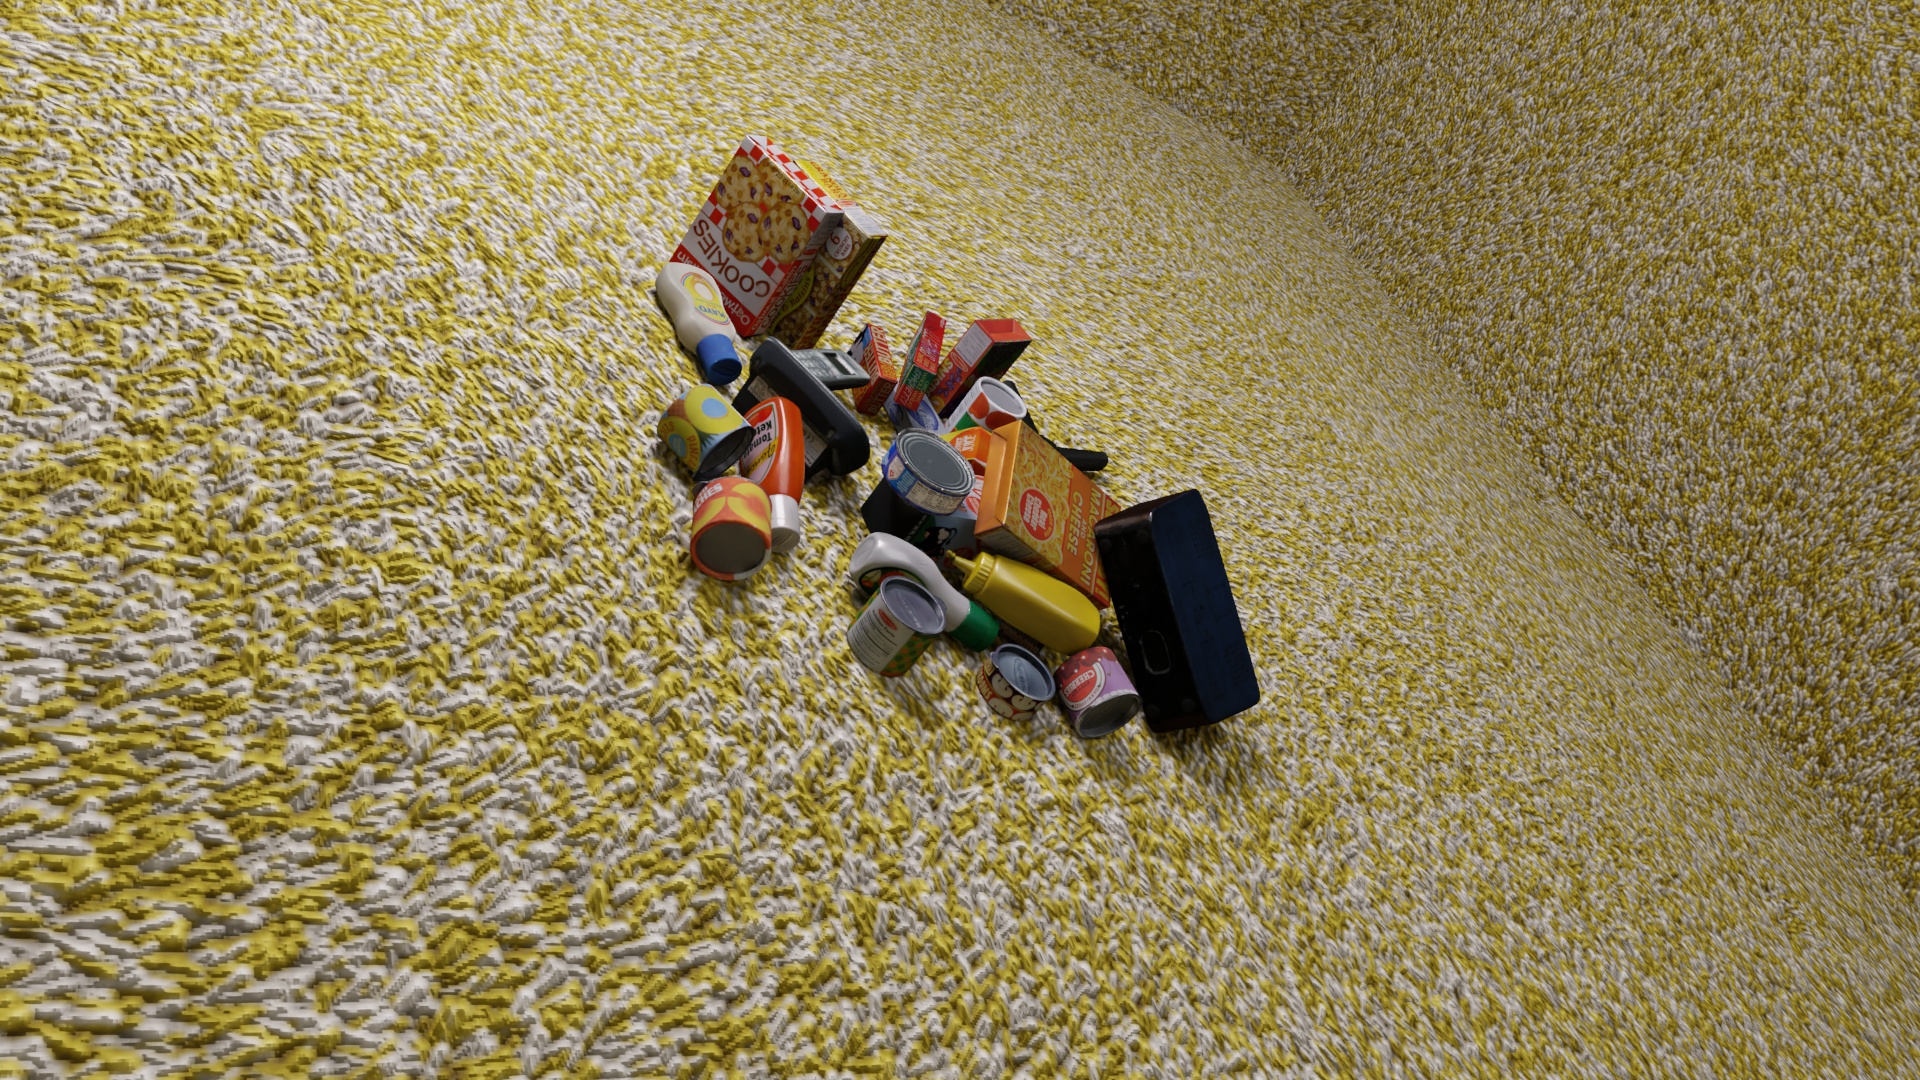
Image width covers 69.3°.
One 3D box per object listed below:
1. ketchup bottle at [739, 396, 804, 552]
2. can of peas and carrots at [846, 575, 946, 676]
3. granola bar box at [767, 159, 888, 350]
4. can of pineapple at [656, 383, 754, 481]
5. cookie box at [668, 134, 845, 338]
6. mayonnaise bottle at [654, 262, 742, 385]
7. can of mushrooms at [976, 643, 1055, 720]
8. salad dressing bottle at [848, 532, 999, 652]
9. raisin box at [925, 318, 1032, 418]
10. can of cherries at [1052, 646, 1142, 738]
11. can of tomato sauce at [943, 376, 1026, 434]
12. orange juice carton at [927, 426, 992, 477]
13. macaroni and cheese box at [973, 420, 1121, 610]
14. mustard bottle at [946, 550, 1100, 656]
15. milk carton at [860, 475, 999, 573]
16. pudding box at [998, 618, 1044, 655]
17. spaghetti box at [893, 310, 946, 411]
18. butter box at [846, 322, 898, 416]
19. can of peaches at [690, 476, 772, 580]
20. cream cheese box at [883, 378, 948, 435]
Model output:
[{"bbox_3d":[-0.167,-0.057,1.245,0.043,0.064,0.149,31,35,-41],"label":"ketchup bottle"},{"bbox_3d":[-0.053,0.073,1.188,0.071,0.058,0.071,29,30,-19],"label":"can of peas and carrots"},{"bbox_3d":[-0.168,-0.299,1.474,0.124,0.164,0.039,48,31,15],"label":"granola bar box"},{"bbox_3d":[-0.226,-0.095,1.223,0.058,0.070,0.071,45,29,11],"label":"can of pineapple"},{"bbox_3d":[-0.214,-0.314,1.441,0.123,0.166,0.040,45,26,11],"label":"cookie box"},{"bbox_3d":[-0.256,-0.216,1.383,0.065,0.041,0.148,12,38,-43],"label":"mayonnaise bottle"},{"bbox_3d":[0.048,0.127,1.253,0.071,0.033,0.071,28,31,-19],"label":"can of mushrooms"},{"bbox_3d":[-0.030,0.049,1.250,0.147,0.064,0.044,35,39,-23],"label":"salad dressing bottle"},{"bbox_3d":[0.014,-0.196,1.578,0.040,0.123,0.086,49,30,15],"label":"raisin box"},{"bbox_3d":[0.124,0.140,1.286,0.071,0.071,0.058,10,40,-42],"label":"can of cherries"},{"bbox_3d":[0.025,-0.128,1.537,0.071,0.082,0.071,28,31,-18],"label":"can of tomato sauce"},{"bbox_3d":[0.043,-0.050,1.457,0.192,0.072,0.072,32,30,-12],"label":"orange juice carton"},{"bbox_3d":[0.088,-0.020,1.348,0.166,0.040,0.124,37,50,-36],"label":"macaroni and cheese box"},{"bbox_3d":[0.053,0.050,1.290,0.160,0.048,0.065,29,26,-12],"label":"mustard bottle"},{"bbox_3d":[0.005,-0.017,1.368,0.191,0.072,0.074,11,39,-41],"label":"milk carton"},{"bbox_3d":[0.070,0.077,1.353,0.049,0.030,0.084,40,29,4],"label":"pudding box"},{"bbox_3d":[-0.044,-0.204,1.555,0.029,0.050,0.251,27,20,-8],"label":"spaghetti box"},{"bbox_3d":[-0.098,-0.186,1.510,0.024,0.053,0.104,19,34,-29],"label":"butter box"},{"bbox_3d":[-0.190,-0.011,1.142,0.071,0.071,0.058,24,33,-25],"label":"can of peaches"},{"bbox_3d":[-0.050,-0.134,1.521,0.053,0.024,0.104,11,39,-42],"label":"cream cheese box"}]
